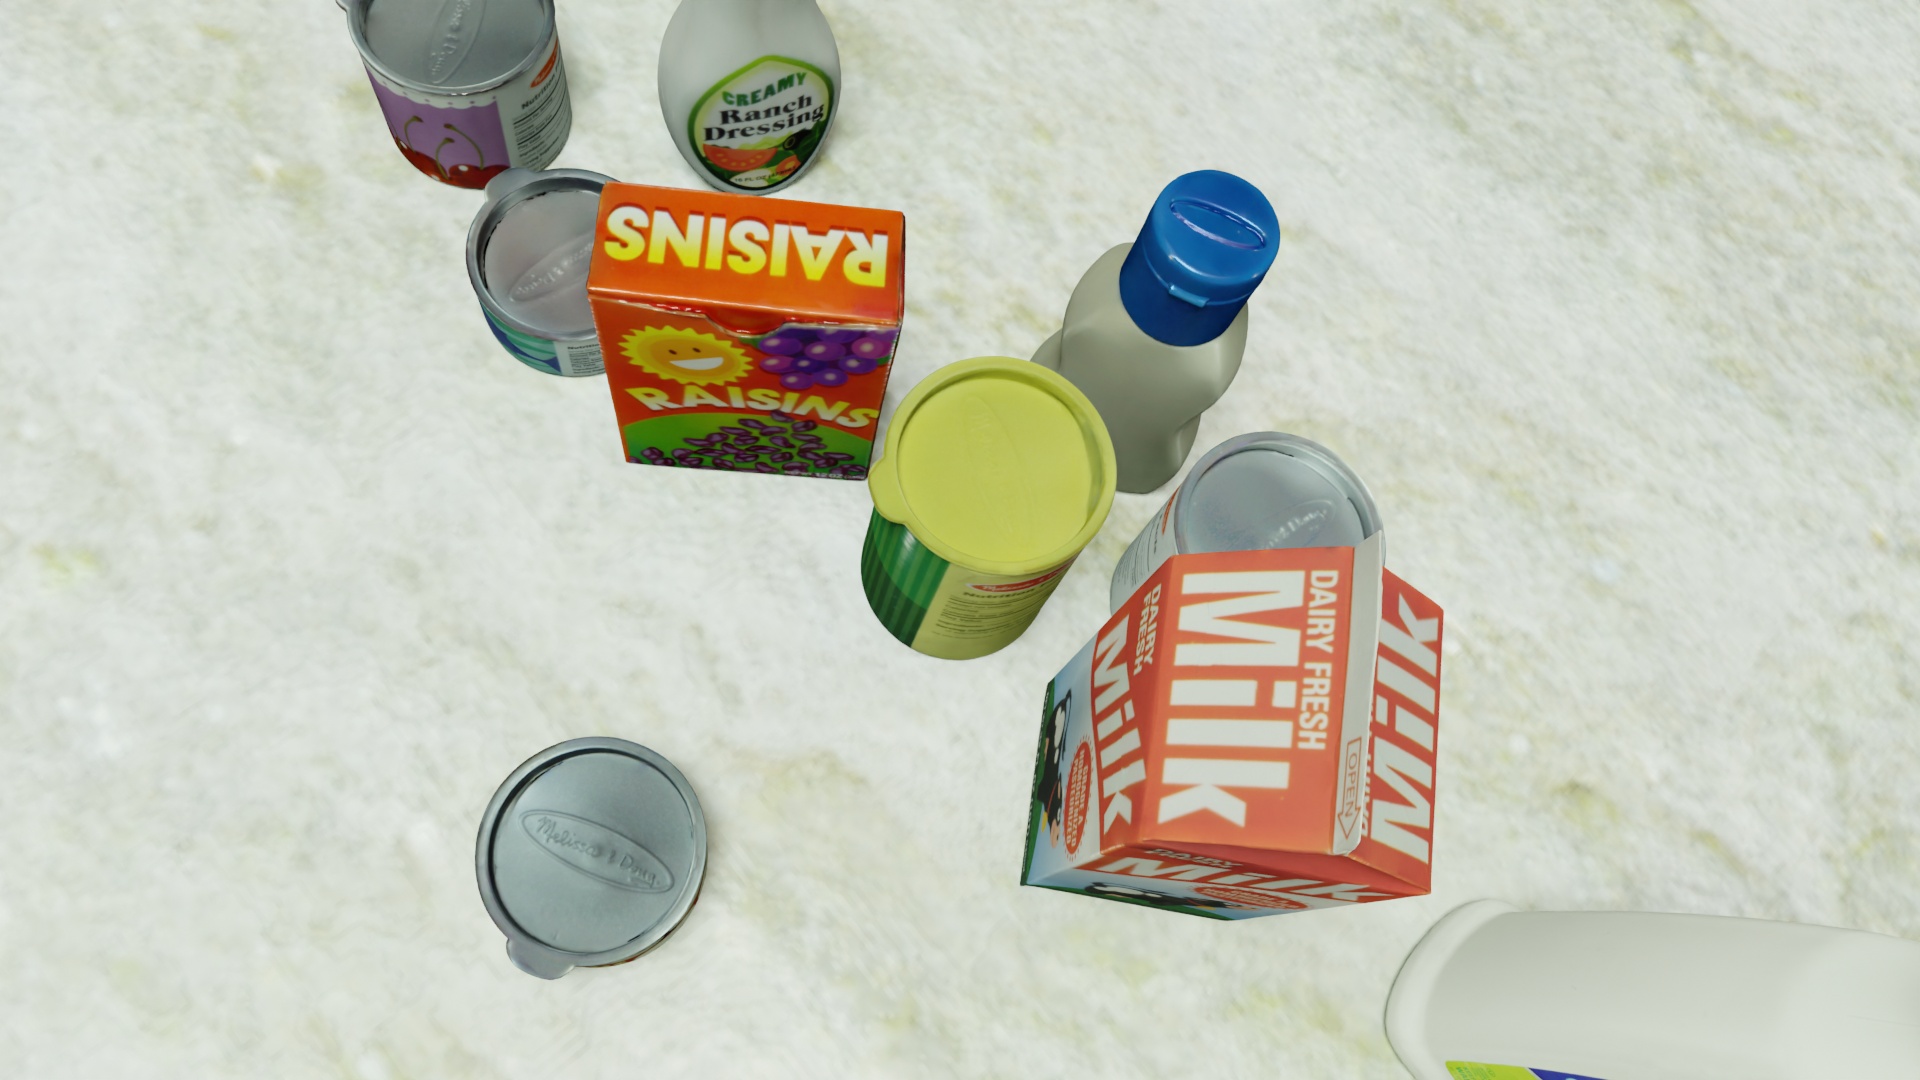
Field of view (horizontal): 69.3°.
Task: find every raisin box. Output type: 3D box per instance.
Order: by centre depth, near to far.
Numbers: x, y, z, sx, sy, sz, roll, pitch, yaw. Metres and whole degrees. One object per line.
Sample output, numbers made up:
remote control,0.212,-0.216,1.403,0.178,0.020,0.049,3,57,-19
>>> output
raisin box,-0.066,-0.059,0.432,0.086,0.123,0.040,5,71,-7

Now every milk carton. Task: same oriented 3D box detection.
milk carton,0.072,0.058,0.378,0.073,0.190,0.072,11,70,-5

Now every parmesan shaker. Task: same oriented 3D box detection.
parmesan shaker,0.002,-0.005,0.435,0.071,0.102,0.071,3,71,-8

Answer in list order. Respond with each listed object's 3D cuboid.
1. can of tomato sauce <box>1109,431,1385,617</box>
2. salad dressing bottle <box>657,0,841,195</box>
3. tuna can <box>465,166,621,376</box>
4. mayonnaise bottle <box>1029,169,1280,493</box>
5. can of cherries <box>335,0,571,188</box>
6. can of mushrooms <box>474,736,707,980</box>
can of tomato sauce,0.092,0.012,0.454,0.071,0.082,0.071,3,71,-8
salad dressing bottle,-0.069,-0.172,0.458,0.064,0.147,0.044,-15,75,-14
tuna can,-0.136,-0.094,0.482,0.071,0.032,0.071,3,71,-8
mayonnaise bottle,0.059,-0.061,0.440,0.065,0.147,0.041,23,70,-1
can of cherries,-0.175,-0.168,0.487,0.071,0.058,0.071,3,71,-8
can of mushrooms,-0.111,0.097,0.419,0.071,0.033,0.071,3,71,-8
